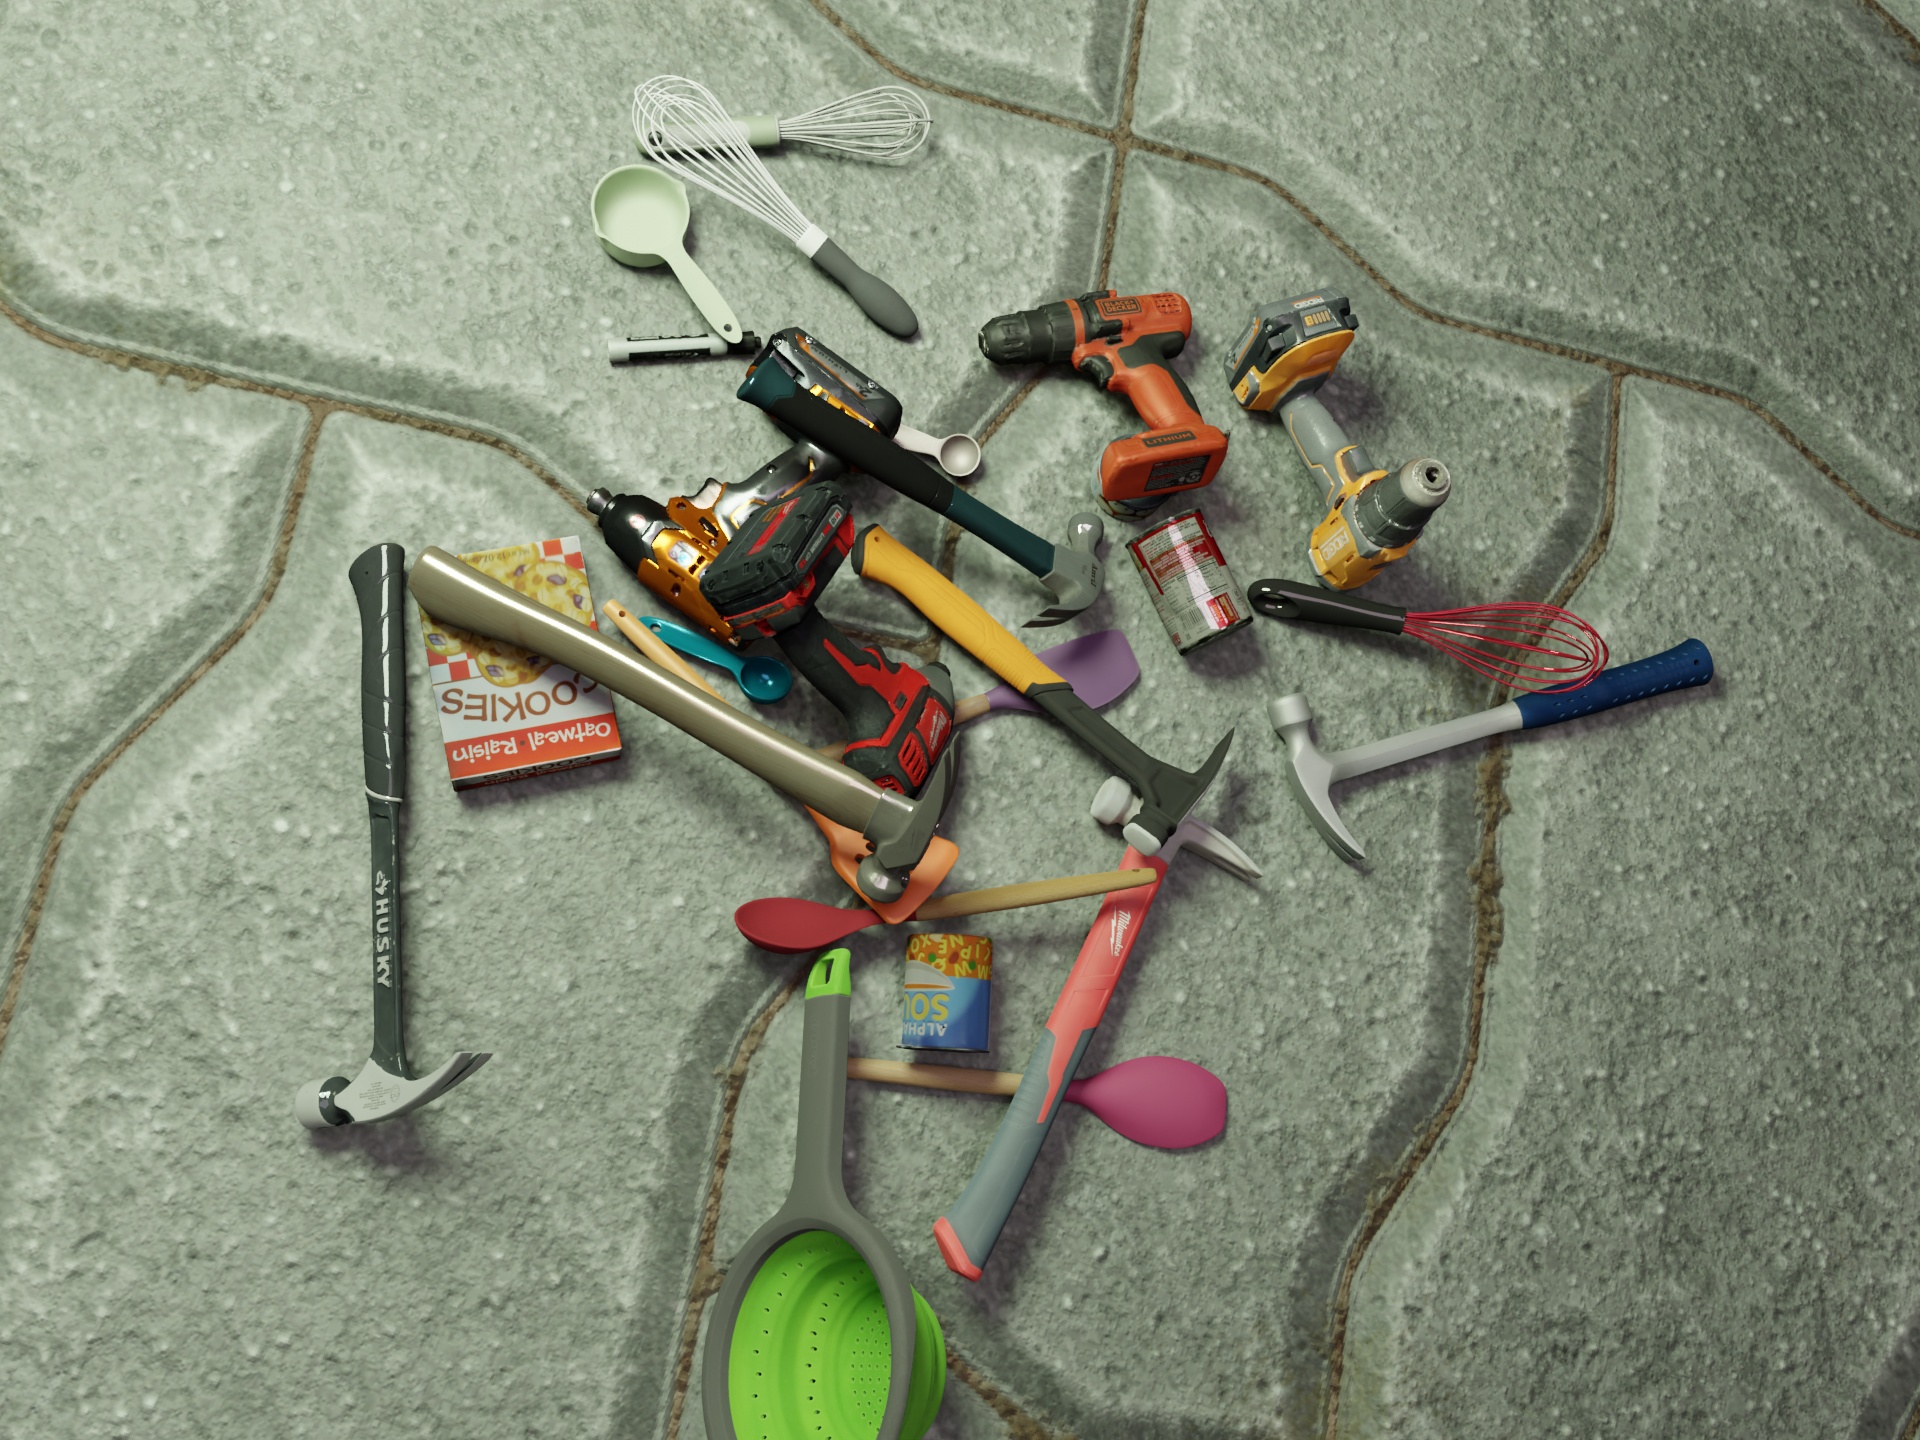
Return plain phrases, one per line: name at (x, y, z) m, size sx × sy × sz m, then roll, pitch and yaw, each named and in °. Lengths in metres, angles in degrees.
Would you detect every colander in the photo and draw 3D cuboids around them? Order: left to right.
colander at (-0.075, 0.361, 1.106) m, size 0.094 × 0.204 × 0.397 m, roll 23°, pitch 60°, yaw -41°

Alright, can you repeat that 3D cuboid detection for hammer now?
hammer at (-0.399, 0.069, 1.110) m, size 0.149 × 0.036 × 0.409 m, roll -14°, pitch 73°, yaw 23°
hammer at (-0.197, -0.021, 1.108) m, size 0.410 × 0.146 × 0.038 m, roll 28°, pitch 37°, yaw 3°
hammer at (-0.022, -0.174, 1.194) m, size 0.330 × 0.033 × 0.128 m, roll 29°, pitch 49°, yaw -27°
hammer at (0.055, -0.044, 1.240) m, size 0.337 × 0.034 × 0.127 m, roll 39°, pitch 60°, yaw 5°
hammer at (0.096, 0.238, 1.192) m, size 0.143 × 0.038 × 0.386 m, roll 30°, pitch 69°, yaw -6°
hammer at (0.459, 0.004, 1.339) m, size 0.405 × 0.035 × 0.144 m, roll -15°, pitch 82°, yaw -15°

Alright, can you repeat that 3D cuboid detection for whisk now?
whisk at (-0.143, -0.405, 1.269) m, size 0.284 × 0.070 × 0.070 m, roll 39°, pitch 73°, yaw -15°
whisk at (-0.143, -0.484, 1.303) m, size 0.246 × 0.059 × 0.057 m, roll -8°, pitch 108°, yaw -10°
whisk at (0.383, -0.078, 1.308) m, size 0.296 × 0.073 × 0.073 m, roll 11°, pitch 76°, yaw 5°

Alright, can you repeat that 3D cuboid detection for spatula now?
spatula at (-0.143, 0.021, 1.179) m, size 0.322 × 0.041 × 0.081 m, roll 43°, pitch 64°, yaw 0°
spatula at (-0.002, -0.004, 1.247) m, size 0.316 × 0.018 × 0.060 m, roll -18°, pitch 77°, yaw -16°

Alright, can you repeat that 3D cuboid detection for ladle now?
ladle at (-0.008, 0.136, 1.181) m, size 0.315 × 0.069 × 0.031 m, roll -7°, pitch 116°, yaw -6°

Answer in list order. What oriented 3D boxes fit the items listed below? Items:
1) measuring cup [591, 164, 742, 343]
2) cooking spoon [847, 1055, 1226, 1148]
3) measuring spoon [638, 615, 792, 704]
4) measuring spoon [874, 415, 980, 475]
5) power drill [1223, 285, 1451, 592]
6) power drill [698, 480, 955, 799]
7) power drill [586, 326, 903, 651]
measuring cup at (-0.227, -0.362, 1.263) m, size 0.083 × 0.038 × 0.167 m, roll -37°, pitch 90°, yaw -17°
cooking spoon at (0.051, 0.276, 1.199) m, size 0.318 × 0.017 × 0.069 m, roll 8°, pitch 74°, yaw -11°
measuring spoon at (-0.190, -0.045, 1.217) m, size 0.128 × 0.021 × 0.042 m, roll 25°, pitch 49°, yaw 3°
measuring spoon at (-0.044, -0.228, 1.289) m, size 0.124 × 0.018 × 0.034 m, roll 17°, pitch 88°, yaw -2°
power drill at (0.306, -0.232, 1.279) m, size 0.084 × 0.185 × 0.226 m, roll -18°, pitch 80°, yaw -14°
power drill at (-0.079, -0.054, 1.151) m, size 0.219 × 0.078 × 0.143 m, roll 56°, pitch 39°, yaw -25°
power drill at (-0.166, -0.186, 1.217) m, size 0.164 × 0.084 × 0.226 m, roll 35°, pitch 77°, yaw -1°
